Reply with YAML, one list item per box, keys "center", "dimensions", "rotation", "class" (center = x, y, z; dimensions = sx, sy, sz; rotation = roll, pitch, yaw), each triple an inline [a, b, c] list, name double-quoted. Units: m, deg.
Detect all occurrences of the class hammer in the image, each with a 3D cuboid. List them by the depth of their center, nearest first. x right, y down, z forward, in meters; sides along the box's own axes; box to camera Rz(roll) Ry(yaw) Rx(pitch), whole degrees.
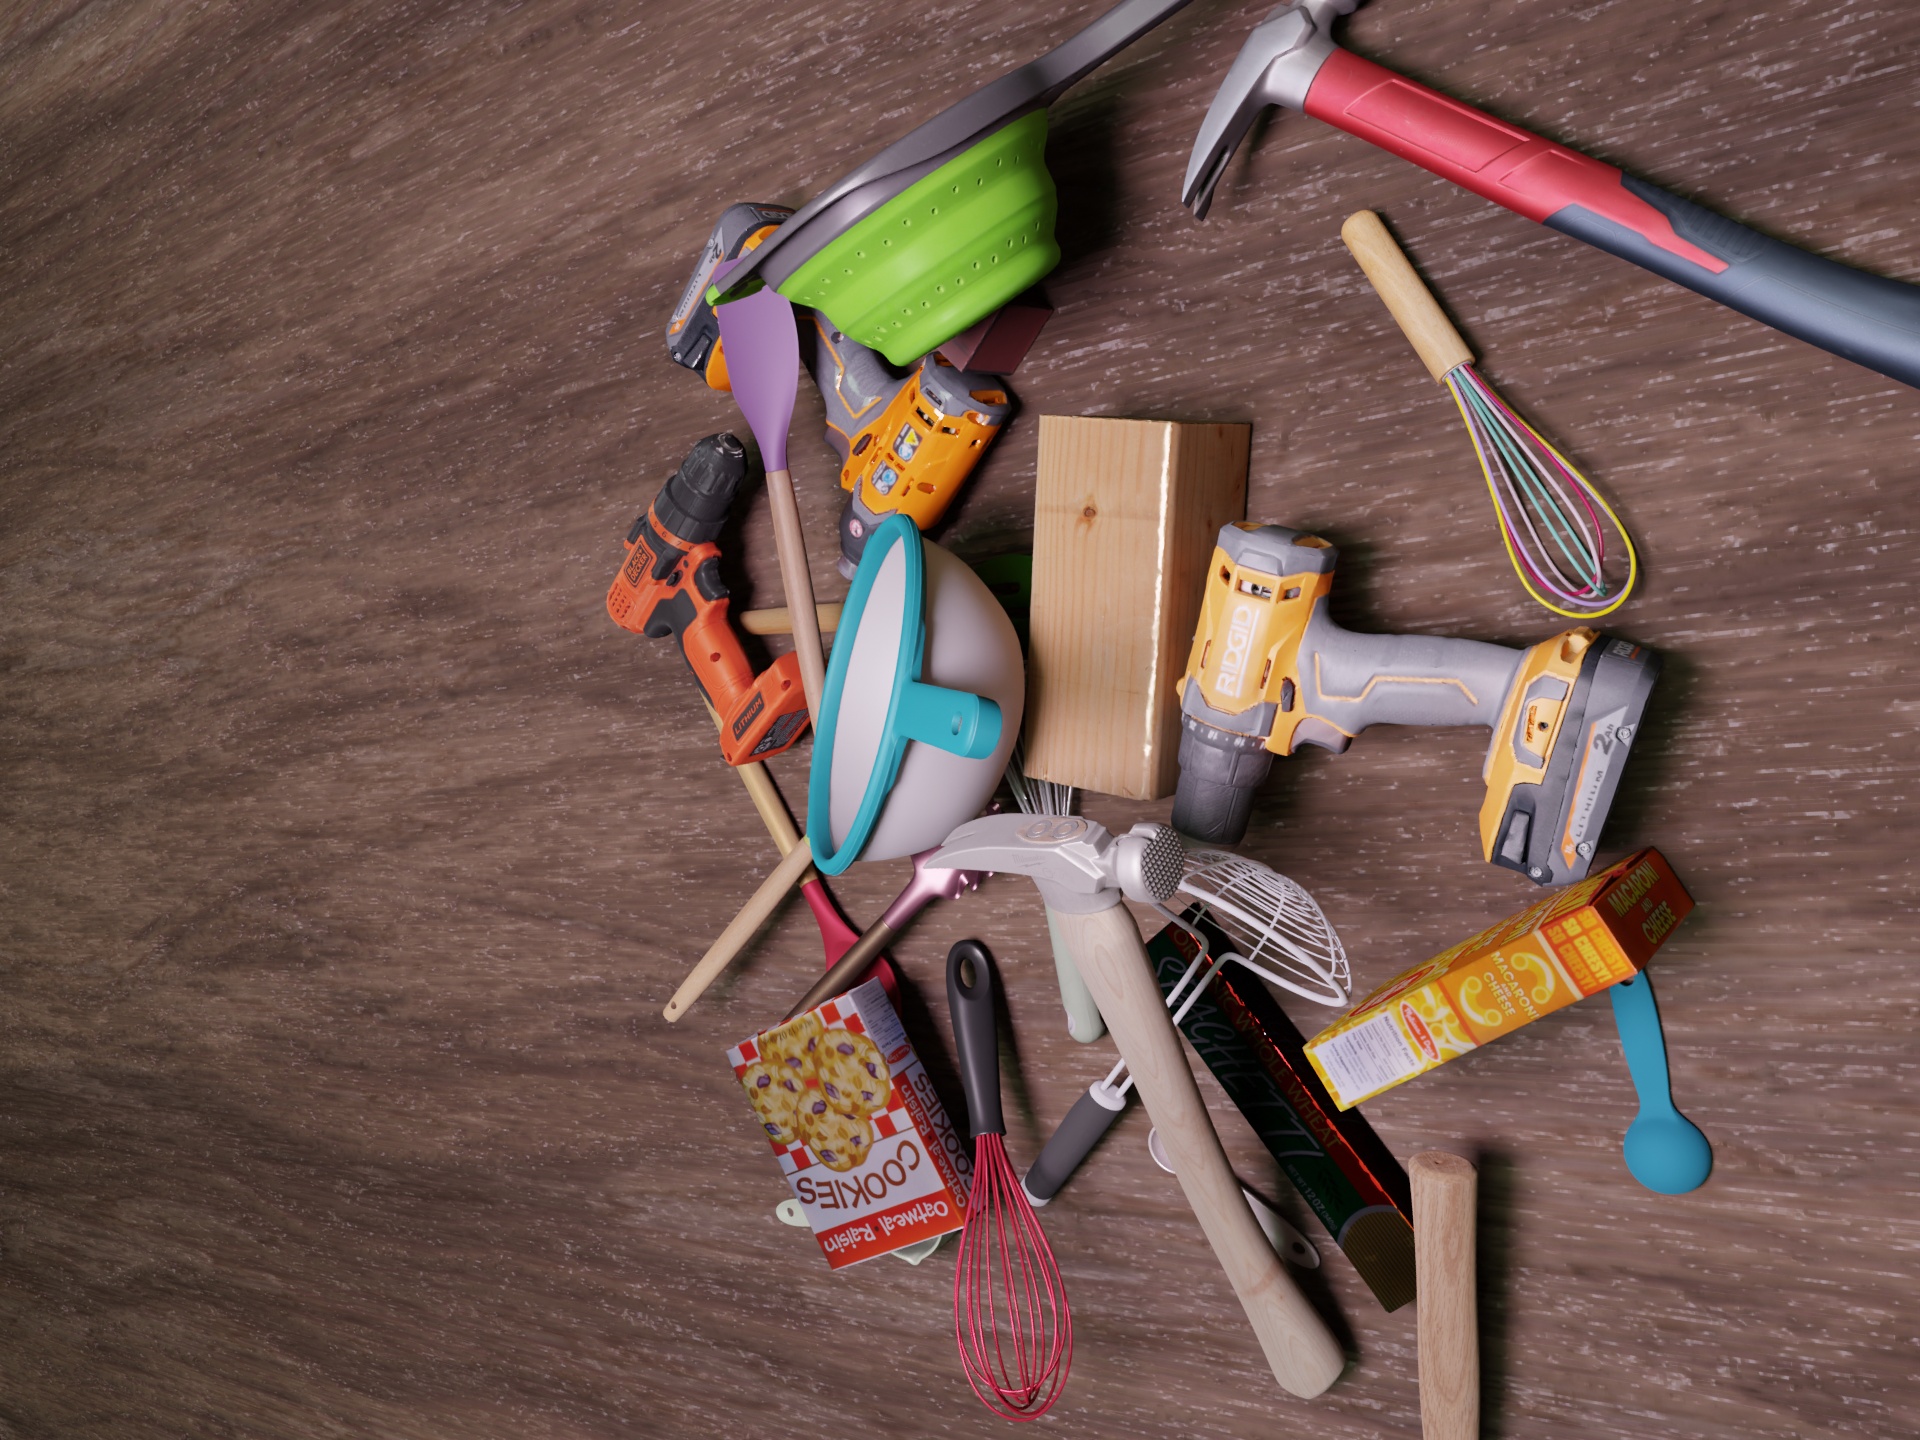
- center: [0.288, -0.234, 0.756]
  dimensions: [0.387, 0.038, 0.143]
  rotation: [36, 104, 25]
  class: "hammer"
- center: [0.116, 0.221, 0.869]
  dimensions: [0.146, 0.038, 0.410]
  rotation: [-1, 124, 42]
  class: "hammer"
- center: [0.266, 0.387, 0.871]
  dimensions: [0.130, 0.031, 0.331]
  rotation: [5, 109, 37]
  class: "hammer"

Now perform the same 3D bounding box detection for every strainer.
- center: [-0.001, -0.003, 0.863]
  dimensions: [0.340, 0.095, 0.211]
  rotation: [-164, 86, -74]
  class: "strainer"

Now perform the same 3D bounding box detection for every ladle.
- center: [-0.125, 0.103, 1.097]
  dimensions: [0.320, 0.062, 0.078]
  rotation: [-50, 63, 22]
  class: "ladle"
- center: [-0.121, 0.095, 1.139]
  dimensions: [0.069, 0.031, 0.315]
  rotation: [-37, 74, 30]
  class: "ladle"

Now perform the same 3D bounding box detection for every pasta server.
- center: [-0.066, 0.154, 1.068]
  dimensions: [0.060, 0.040, 0.316]
  rotation: [48, 117, 11]
  class: "pasta server"

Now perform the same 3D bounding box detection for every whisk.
- center: [0.259, -0.157, 0.803]
  dimensions: [0.047, 0.051, 0.245]
  rotation: [-41, 70, 40]
  class: "whisk"
- center: [0.060, 0.083, 0.993]
  dimensions: [0.058, 0.059, 0.246]
  rotation: [-153, 52, -79]
  class: "whisk"
- center: [0.021, 0.282, 1.004]
  dimensions: [0.073, 0.073, 0.296]
  rotation: [-26, 61, 37]
  class: "whisk"

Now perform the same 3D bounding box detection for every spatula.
- center: [-0.109, -0.133, 1.008]
  dimensions: [0.060, 0.018, 0.316]
  rotation: [-3, 101, 32]
  class: "spatula"

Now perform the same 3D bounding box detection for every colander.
- center: [0.054, -0.298, 0.840]
  dimensions: [0.397, 0.204, 0.094]
  rotation: [-30, 102, 18]
  class: "colander"

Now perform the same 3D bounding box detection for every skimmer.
- center: [0.100, 0.202, 0.915]
  dimensions: [0.127, 0.090, 0.363]
  rotation: [32, 129, 5]
  class: "skimmer"

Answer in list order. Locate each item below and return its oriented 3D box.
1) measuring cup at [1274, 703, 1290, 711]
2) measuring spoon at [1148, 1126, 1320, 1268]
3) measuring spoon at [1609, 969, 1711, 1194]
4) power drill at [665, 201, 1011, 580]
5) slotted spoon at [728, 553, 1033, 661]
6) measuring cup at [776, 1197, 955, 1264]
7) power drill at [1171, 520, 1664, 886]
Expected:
- center: [0.229, -0.028, 0.863]
  dimensions: [0.156, 0.029, 0.062]
  rotation: [10, 106, 23]
  class: "measuring cup"
- center: [0.168, 0.286, 0.966]
  dimensions: [0.124, 0.018, 0.034]
  rotation: [38, 118, 18]
  class: "measuring spoon"
- center: [0.346, 0.180, 0.806]
  dimensions: [0.042, 0.021, 0.128]
  rotation: [-13, 91, 37]
  class: "measuring spoon"
- center: [-0.087, -0.208, 1.030]
  dimensions: [0.227, 0.084, 0.164]
  rotation: [46, 123, 17]
  class: "power drill"
- center: [-0.059, -0.069, 1.066]
  dimensions: [0.314, 0.031, 0.070]
  rotation: [0, 101, 38]
  class: "slotted spoon"
- center: [-0.065, 0.342, 1.134]
  dimensions: [0.167, 0.038, 0.083]
  rotation: [-18, 87, 39]
  class: "measuring cup"
- center: [0.218, 0.012, 0.818]
  dimensions: [0.226, 0.084, 0.185]
  rotation: [20, 110, 24]
  class: "power drill"
